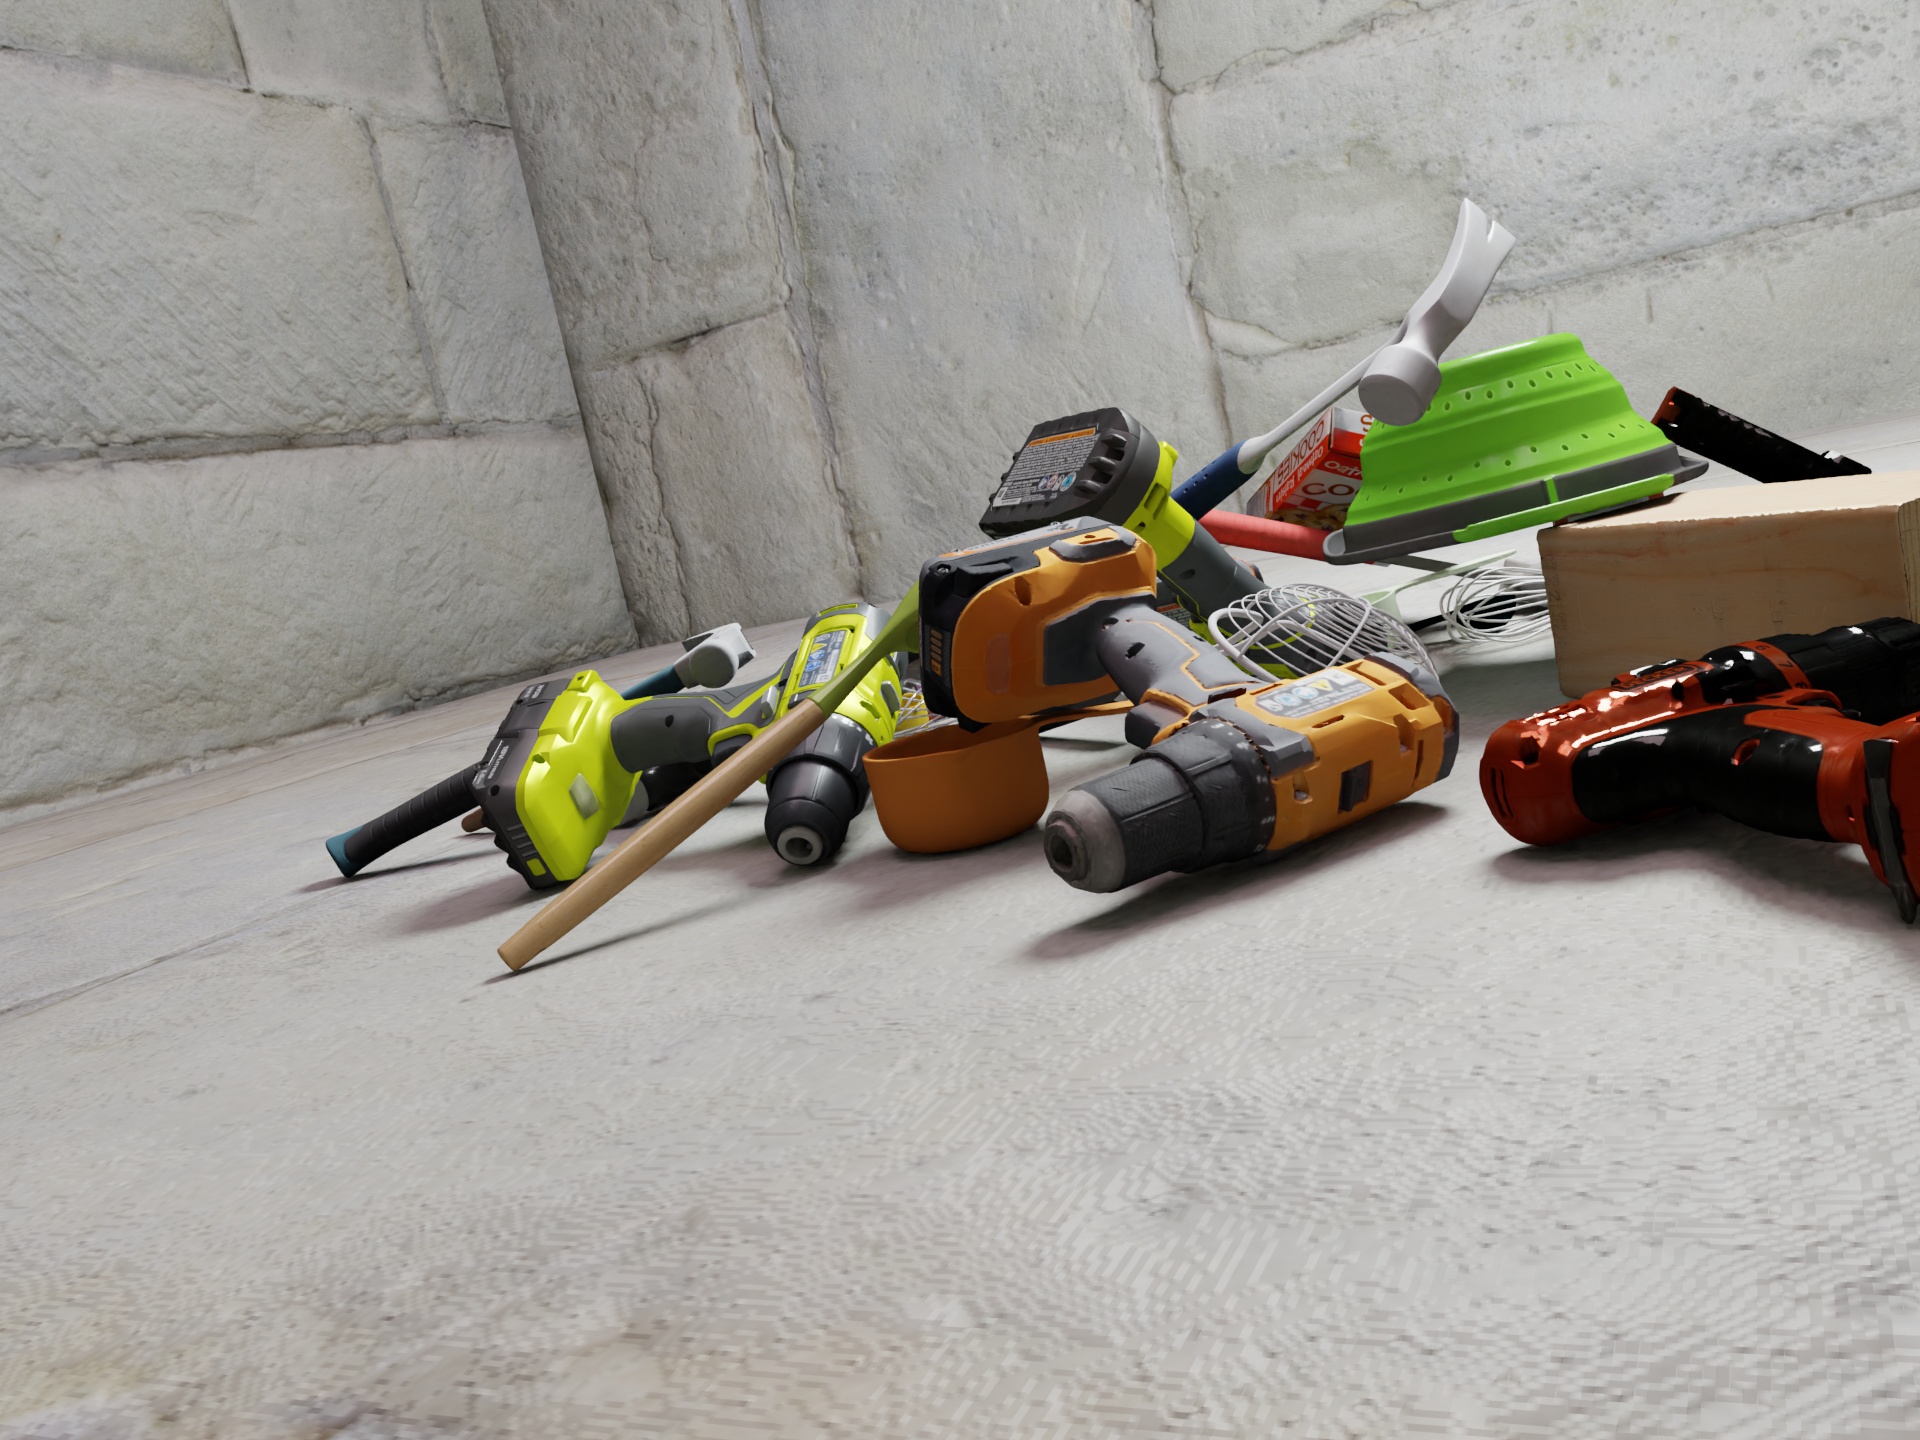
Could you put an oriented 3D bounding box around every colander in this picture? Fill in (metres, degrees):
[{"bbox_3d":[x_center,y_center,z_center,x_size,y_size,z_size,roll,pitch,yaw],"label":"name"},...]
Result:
[{"bbox_3d":[0.300,-0.164,0.958,0.204,0.094,0.397,-14,5,6],"label":"colander"}]

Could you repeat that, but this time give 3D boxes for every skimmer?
[{"bbox_3d":[0.122,-0.003,0.897,0.127,0.090,0.363,13,-16,-25],"label":"skimmer"}]

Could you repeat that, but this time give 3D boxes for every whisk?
[{"bbox_3d":[-0.001,-0.004,1.055,0.070,0.070,0.284,-10,3,19],"label":"whisk"},{"bbox_3d":[0.428,-0.088,1.046,0.246,0.057,0.059,-11,41,-12],"label":"whisk"}]

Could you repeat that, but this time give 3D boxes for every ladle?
[{"bbox_3d":[-0.081,0.020,0.763,0.320,0.062,0.078,-40,-9,-23],"label":"ladle"}]

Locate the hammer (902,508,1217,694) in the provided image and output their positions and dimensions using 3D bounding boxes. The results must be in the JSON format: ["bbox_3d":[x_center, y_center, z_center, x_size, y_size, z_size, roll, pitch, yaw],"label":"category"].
[{"bbox_3d":[0.082,-0.101,1.216,0.146,0.038,0.410,-37,-6,40],"label":"hammer"}]

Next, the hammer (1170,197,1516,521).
[{"bbox_3d":[0.183,-0.166,0.950,0.144,0.035,0.405,-56,8,-20],"label":"hammer"}]

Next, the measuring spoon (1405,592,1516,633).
[{"bbox_3d":[0.320,-0.057,1.094,0.128,0.021,0.042,-19,-12,22],"label":"measuring spoon"}]

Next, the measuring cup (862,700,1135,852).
[{"bbox_3d":[0.041,0.024,0.782,0.173,0.052,0.095,-11,7,-4],"label":"measuring cup"}]

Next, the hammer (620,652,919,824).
[{"bbox_3d":[-0.083,-0.022,1.024,0.335,0.035,0.146,-29,-2,33],"label":"hammer"}]

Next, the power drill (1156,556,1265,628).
[{"bbox_3d":[0.158,-0.073,1.227,0.164,0.084,0.226,-13,4,11],"label":"power drill"}]

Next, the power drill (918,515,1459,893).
[{"bbox_3d":[0.066,-0.007,0.677,0.185,0.084,0.226,-19,33,-30],"label":"power drill"}]

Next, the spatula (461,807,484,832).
[{"bbox_3d":[-0.251,0.030,1.082,0.316,0.018,0.060,-23,8,38],"label":"spatula"}]

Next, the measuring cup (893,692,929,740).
[{"bbox_3d":[-0.076,0.023,1.115,0.062,0.029,0.156,-5,21,37],"label":"measuring cup"}]

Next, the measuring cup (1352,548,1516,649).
[{"bbox_3d":[0.301,-0.073,1.067,0.167,0.038,0.083,-20,6,-4],"label":"measuring cup"}]

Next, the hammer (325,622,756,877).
[{"bbox_3d":[-0.284,0.021,1.064,0.331,0.033,0.128,-27,9,8],"label":"hammer"}]

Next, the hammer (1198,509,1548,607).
[{"bbox_3d":[0.254,-0.132,1.174,0.359,0.036,0.149,10,8,2],"label":"hammer"}]

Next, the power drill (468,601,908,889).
[{"bbox_3d":[-0.145,0.023,0.878,0.228,0.080,0.191,-12,33,15],"label":"power drill"}]

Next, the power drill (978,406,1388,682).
[{"bbox_3d":[0.128,-0.088,0.965,0.080,0.223,0.171,-60,25,-11],"label":"power drill"}]
